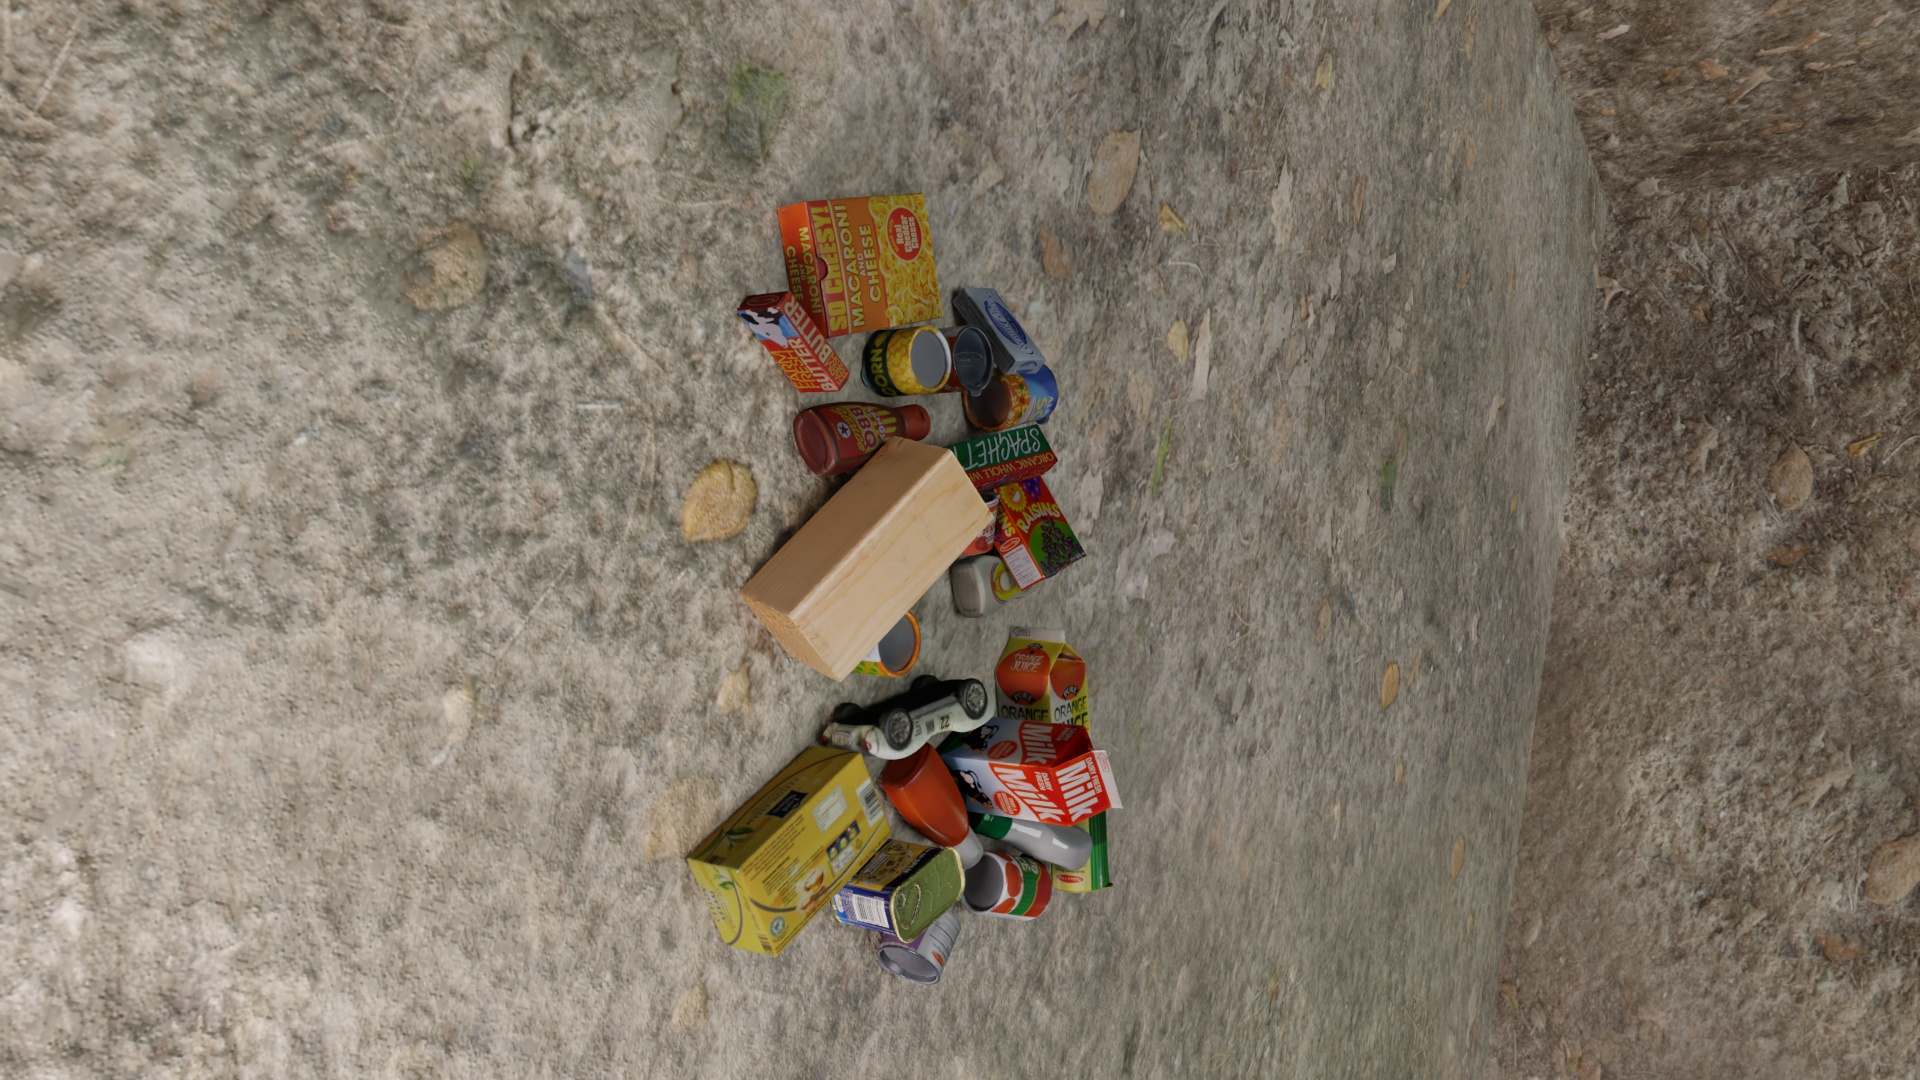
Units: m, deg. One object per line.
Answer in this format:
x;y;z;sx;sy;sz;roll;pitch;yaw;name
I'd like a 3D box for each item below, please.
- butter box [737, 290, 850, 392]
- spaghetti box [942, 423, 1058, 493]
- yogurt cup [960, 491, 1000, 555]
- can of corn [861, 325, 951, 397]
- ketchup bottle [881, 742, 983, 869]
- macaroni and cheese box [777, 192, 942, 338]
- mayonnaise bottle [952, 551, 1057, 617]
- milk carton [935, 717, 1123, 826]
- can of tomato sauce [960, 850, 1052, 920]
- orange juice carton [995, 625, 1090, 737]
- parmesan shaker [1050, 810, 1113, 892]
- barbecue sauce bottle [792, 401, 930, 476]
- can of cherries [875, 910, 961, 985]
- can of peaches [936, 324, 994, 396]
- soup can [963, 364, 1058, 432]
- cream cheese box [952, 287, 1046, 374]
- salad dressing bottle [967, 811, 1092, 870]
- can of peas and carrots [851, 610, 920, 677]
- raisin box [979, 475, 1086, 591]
-0.146;-0.174;1.224;0.103;0.053;0.024;53;53;-37;butter box
0.000;-0.070;1.388;0.251;0.028;0.050;-18;74;-43;spaghetti box
0.005;-0.018;1.406;0.072;0.072;0.053;-19;113;-50;yogurt cup
-0.052;-0.171;1.337;0.071;0.058;0.071;0;90;-51;can of corn
-0.023;0.269;1.385;0.065;0.043;0.148;-55;130;-34;ketchup bottle
-0.090;-0.259;1.304;0.167;0.040;0.123;-21;106;-50;macaroni and cheese box
0.052;0.037;1.480;0.148;0.041;0.064;-18;99;-49;mayonnaise bottle
0.073;0.229;1.387;0.074;0.190;0.072;-42;122;-43;milk carton
0.047;0.360;1.454;0.083;0.071;0.071;24;72;-48;can of tomato sauce
0.091;0.188;1.505;0.073;0.072;0.192;-13;101;-51;orange juice carton
0.136;0.336;1.561;0.071;0.071;0.103;-6;95;-51;parmesan shaker
-0.088;-0.102;1.300;0.149;0.043;0.065;-17;80;-51;barbecue sauce bottle
-0.042;0.386;1.344;0.071;0.071;0.059;59;42;-33;can of cherries
-0.009;-0.178;1.391;0.071;0.058;0.071;-1;92;-52;can of peaches
0.054;-0.150;1.462;0.084;0.071;0.071;-20;106;-49;soup can
0.040;-0.216;1.436;0.053;0.024;0.104;-11;61;-49;cream cheese box
0.072;0.310;1.475;0.147;0.064;0.044;25;98;-29;salad dressing bottle
-0.078;0.094;1.305;0.071;0.058;0.071;-1;92;-51;can of peas and carrots
0.069;-0.018;1.466;0.086;0.040;0.123;-25;84;-49;raisin box
